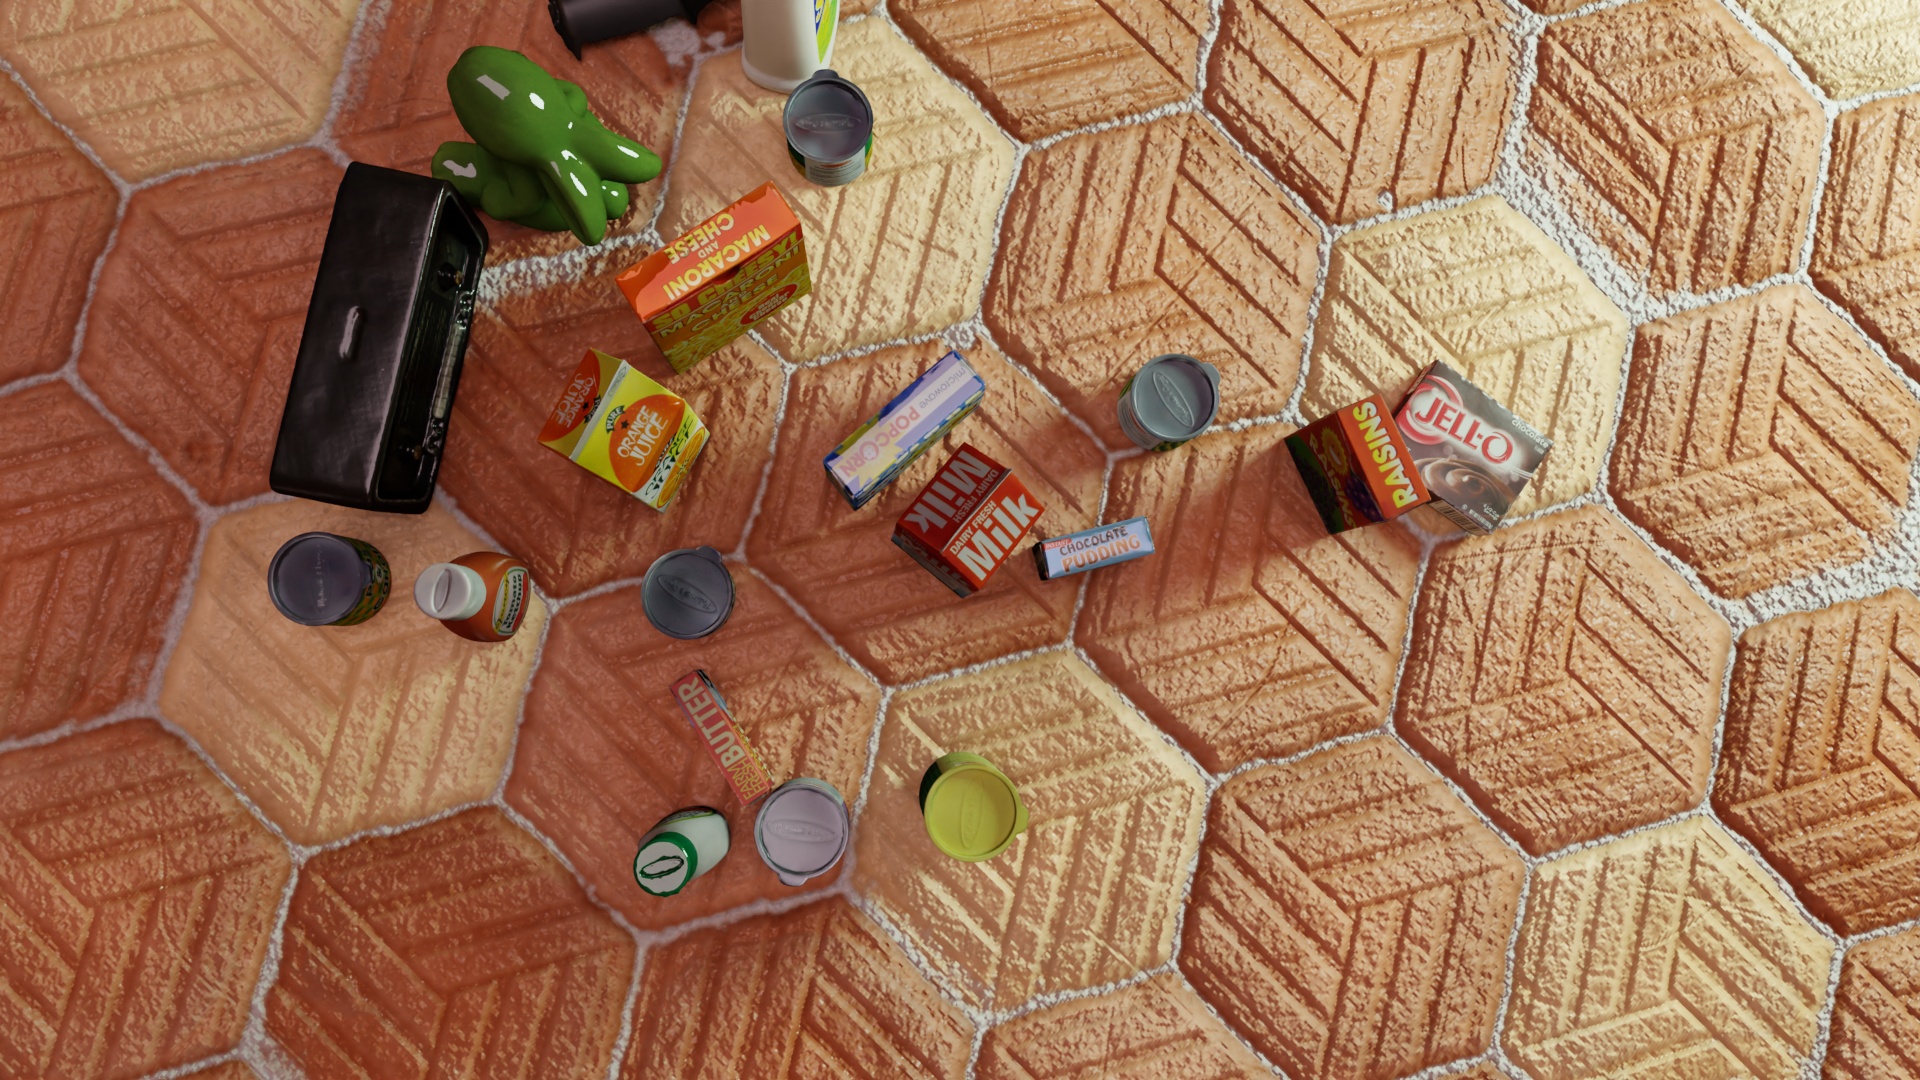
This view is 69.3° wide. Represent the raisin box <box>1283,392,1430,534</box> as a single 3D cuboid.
[{"bbox_3d":[0.287,-0.054,1.016,0.040,0.123,0.086,-24,88,-5],"label":"raisin box"}]

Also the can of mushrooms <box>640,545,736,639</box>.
[{"bbox_3d":[-0.197,0.038,1.020,0.071,0.033,0.071,0,85,-4],"label":"can of mushrooms"}]

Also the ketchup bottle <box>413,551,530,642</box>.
[{"bbox_3d":[-0.334,0.037,0.952,0.043,0.148,0.065,11,85,-3],"label":"ketchup bottle"}]

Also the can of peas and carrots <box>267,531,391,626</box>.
[{"bbox_3d":[-0.446,0.028,0.990,0.071,0.058,0.071,0,85,-4],"label":"can of peas and carrots"}]

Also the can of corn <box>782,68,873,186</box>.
[{"bbox_3d":[-0.099,-0.309,1.044,0.071,0.058,0.071,0,85,-4],"label":"can of corn"}]

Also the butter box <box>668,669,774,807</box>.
[{"bbox_3d":[-0.171,0.141,1.003,0.024,0.053,0.103,-32,88,-6],"label":"butter box"}]

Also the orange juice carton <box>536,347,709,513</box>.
[{"bbox_3d":[-0.229,-0.074,0.947,0.073,0.192,0.072,29,84,-1],"label":"orange juice carton"}]

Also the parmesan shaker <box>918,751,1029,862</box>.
[{"bbox_3d":[0.008,0.188,0.986,0.071,0.103,0.071,0,86,-4],"label":"parmesan shaker"}]

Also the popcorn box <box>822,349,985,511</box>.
[{"bbox_3d":[-0.041,-0.079,1.015,0.127,0.085,0.038,-41,89,-6],"label":"popcorn box"}]

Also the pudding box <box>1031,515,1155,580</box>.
[{"bbox_3d":[0.099,0.006,1.035,0.084,0.049,0.030,-14,87,-5],"label":"pudding box"}]

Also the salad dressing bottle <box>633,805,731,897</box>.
[{"bbox_3d":[-0.192,0.212,0.948,0.064,0.147,0.044,-15,87,-5],"label":"salad dressing bottle"}]

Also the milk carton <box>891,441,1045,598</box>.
[{"bbox_3d":[0.003,-0.012,0.959,0.073,0.190,0.072,40,84,0],"label":"milk carton"}]

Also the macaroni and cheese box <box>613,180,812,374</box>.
[{"bbox_3d":[-0.167,-0.179,0.973,0.124,0.166,0.040,-34,89,-6],"label":"macaroni and cheese box"}]

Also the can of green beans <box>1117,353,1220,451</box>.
[{"bbox_3d":[0.155,-0.103,1.044,0.071,0.058,0.071,0,85,-4],"label":"can of green beans"}]

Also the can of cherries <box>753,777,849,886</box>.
[{"bbox_3d":[-0.114,0.208,0.998,0.071,0.058,0.071,0,85,-4],"label":"can of cherries"}]
